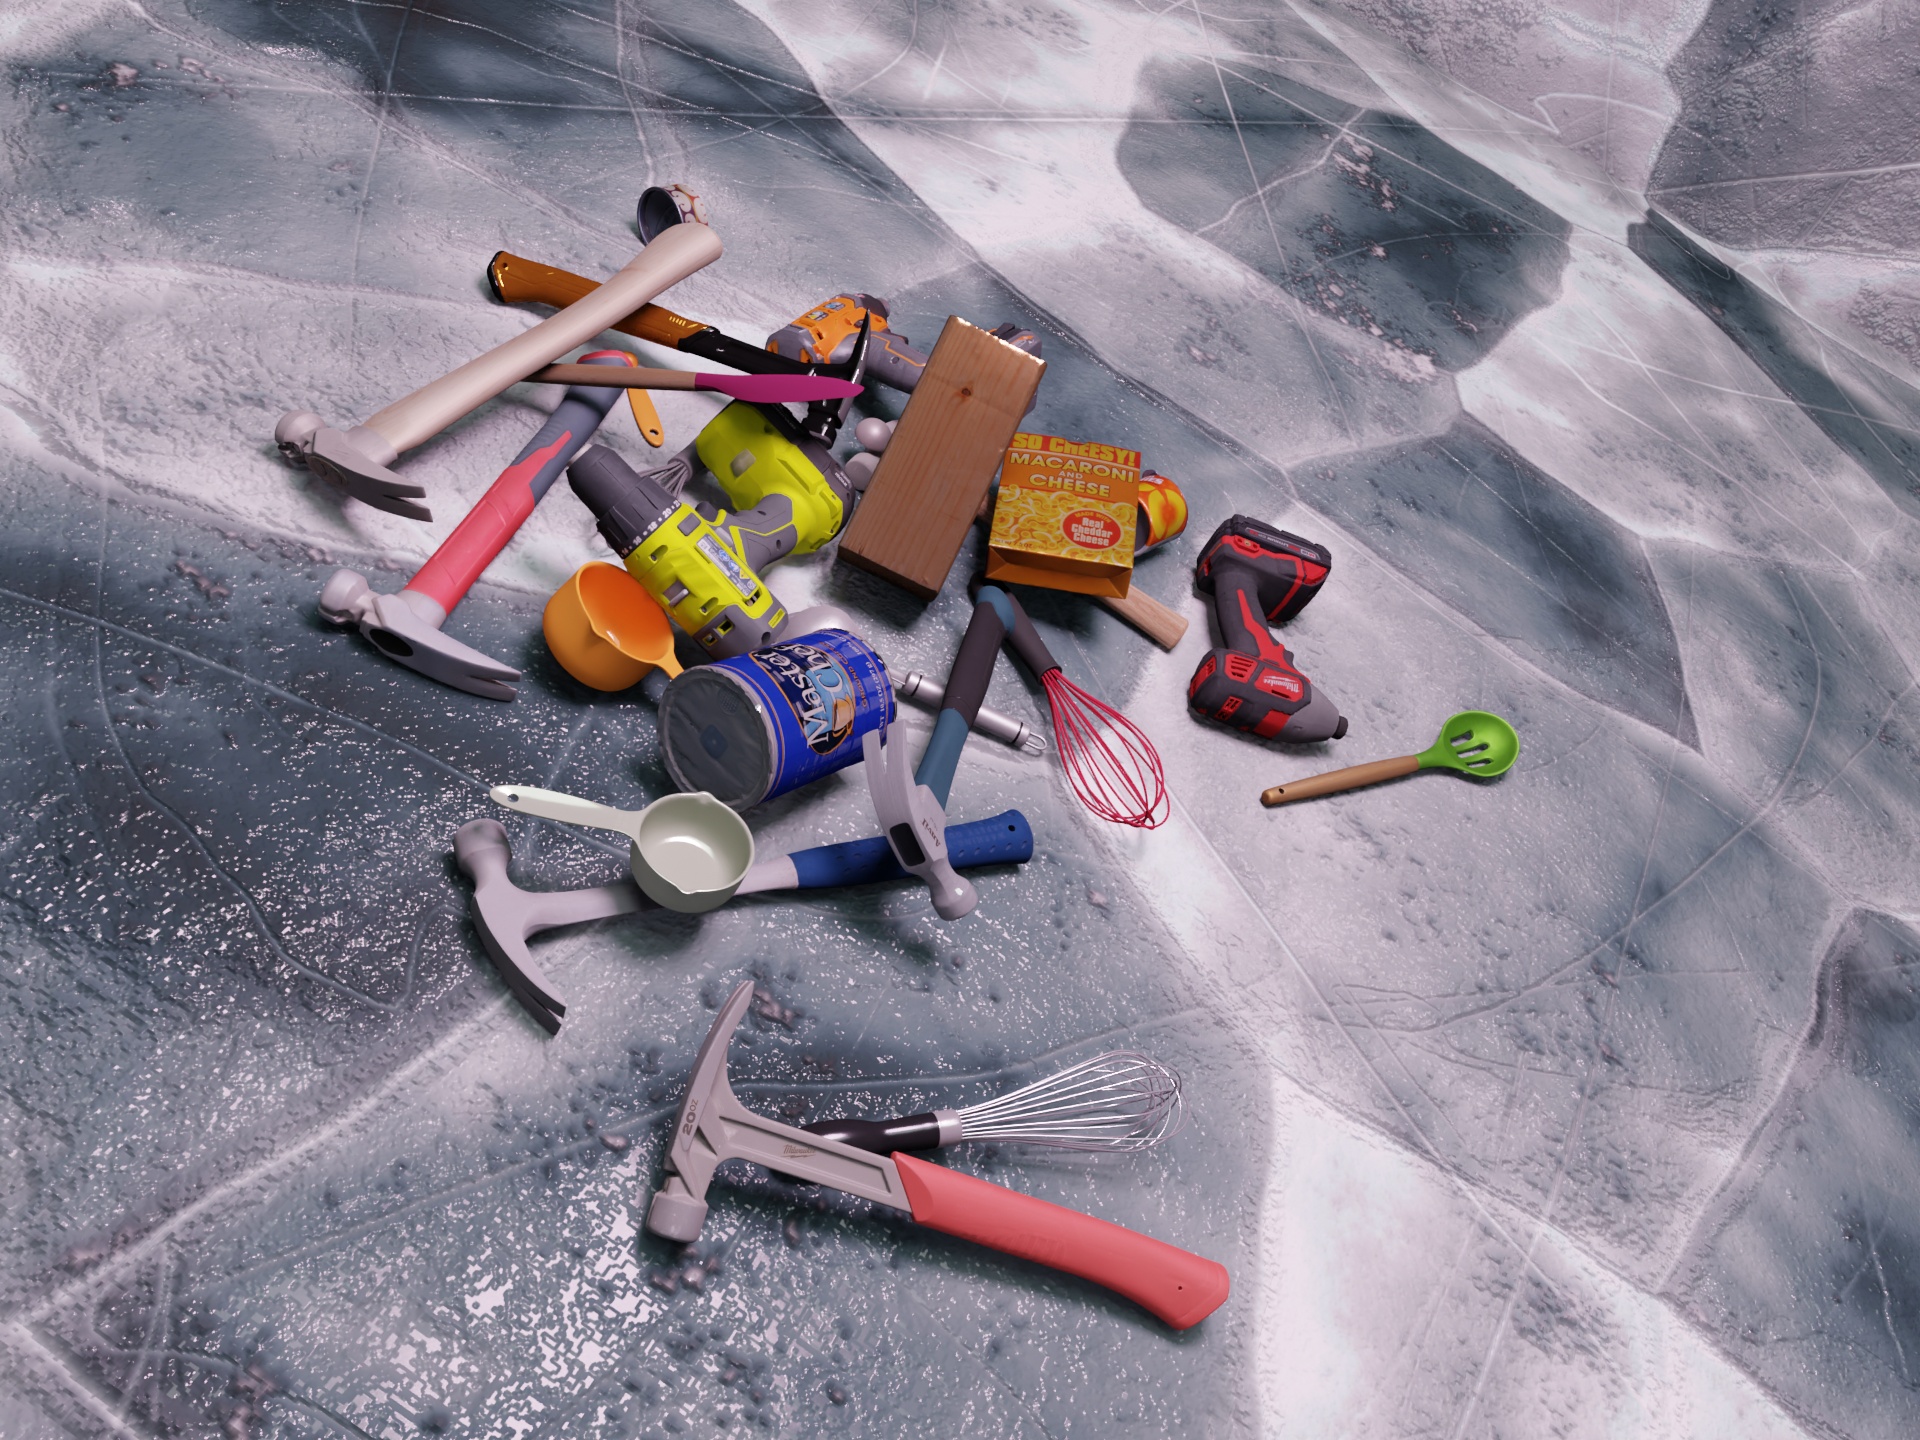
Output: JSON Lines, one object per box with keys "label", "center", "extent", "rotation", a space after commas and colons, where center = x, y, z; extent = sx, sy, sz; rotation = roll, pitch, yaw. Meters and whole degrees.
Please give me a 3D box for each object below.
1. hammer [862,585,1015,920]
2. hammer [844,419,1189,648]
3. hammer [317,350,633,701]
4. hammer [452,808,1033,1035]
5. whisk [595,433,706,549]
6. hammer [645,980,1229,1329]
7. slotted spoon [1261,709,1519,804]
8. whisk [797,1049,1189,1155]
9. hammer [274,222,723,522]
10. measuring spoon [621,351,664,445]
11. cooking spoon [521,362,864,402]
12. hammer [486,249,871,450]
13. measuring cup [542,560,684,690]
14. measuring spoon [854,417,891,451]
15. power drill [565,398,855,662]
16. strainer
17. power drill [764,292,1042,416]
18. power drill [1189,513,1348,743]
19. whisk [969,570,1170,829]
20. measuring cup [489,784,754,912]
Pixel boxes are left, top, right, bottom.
{"label": "hammer", "center": [-0.002, -0.004, 1.174], "extent": [0.128, 0.033, 0.331], "rotation": [59, 26, -24]}
{"label": "hammer", "center": [0.061, -0.168, 1.432], "extent": [0.331, 0.031, 0.130], "rotation": [33, 44, 2]}
{"label": "hammer", "center": [-0.325, -0.169, 1.219], "extent": [0.143, 0.038, 0.387], "rotation": [27, 43, -6]}
{"label": "hammer", "center": [-0.123, 0.110, 1.075], "extent": [0.405, 0.035, 0.144], "rotation": [-6, 54, -32]}
{"label": "whisk", "center": [-0.227, -0.202, 1.300], "extent": [0.055, 0.055, 0.239], "rotation": [32, 39, 1]}
{"label": "hammer", "center": [0.003, 0.281, 0.953], "extent": [0.359, 0.037, 0.149], "rotation": [22, 76, -15]}
{"label": "slotted spoon", "center": [0.385, 0.041, 1.421], "extent": [0.313, 0.031, 0.070], "rotation": [-10, 60, -33]}
{"label": "whisk", "center": [0.020, 0.255, 1.008], "extent": [0.284, 0.070, 0.070], "rotation": [-2, 52, -24]}
{"label": "hammer", "center": [-0.325, -0.290, 1.250], "extent": [0.146, 0.038, 0.411], "rotation": [27, 51, 23]}
{"label": "measuring spoon", "center": [-0.274, -0.278, 1.365], "extent": [0.021, 0.011, 0.117], "rotation": [-3, 53, -30]}
{"label": "cooking spoon", "center": [-0.233, -0.270, 1.262], "extent": [0.319, 0.017, 0.069], "rotation": [5, 25, 11]}
{"label": "hammer", "center": [-0.245, -0.344, 1.371], "extent": [0.337, 0.034, 0.127], "rotation": [19, 76, 3]}
{"label": "measuring cup", "center": [-0.229, -0.031, 1.140], "extent": [0.173, 0.052, 0.095], "rotation": [52, 25, -8]}
{"label": "measuring spoon", "center": [-0.037, -0.230, 1.397], "extent": [0.124, 0.018, 0.034], "rotation": [33, 44, 1]}
{"label": "power drill", "center": [-0.185, -0.162, 1.212], "extent": [0.190, 0.080, 0.229], "rotation": [47, 34, -12]}
{"label": "strainer", "center": [-0.045, -0.035, 1.249], "extent": [0.258, 0.050, 0.087], "rotation": [25, 39, -11]}
{"label": "power drill", "center": [-0.043, -0.335, 1.458], "extent": [0.226, 0.084, 0.164], "rotation": [20, 40, 21]}
{"label": "power drill", "center": [0.280, -0.074, 1.435], "extent": [0.143, 0.078, 0.220], "rotation": [19, 47, -12]}
{"label": "whisk", "center": [0.082, -0.023, 1.296], "extent": [0.073, 0.073, 0.296], "rotation": [-7, 49, -33]}
{"label": "measuring cup", "center": [-0.215, 0.075, 1.004], "extent": [0.167, 0.038, 0.083], "rotation": [16, 45, -13]}
